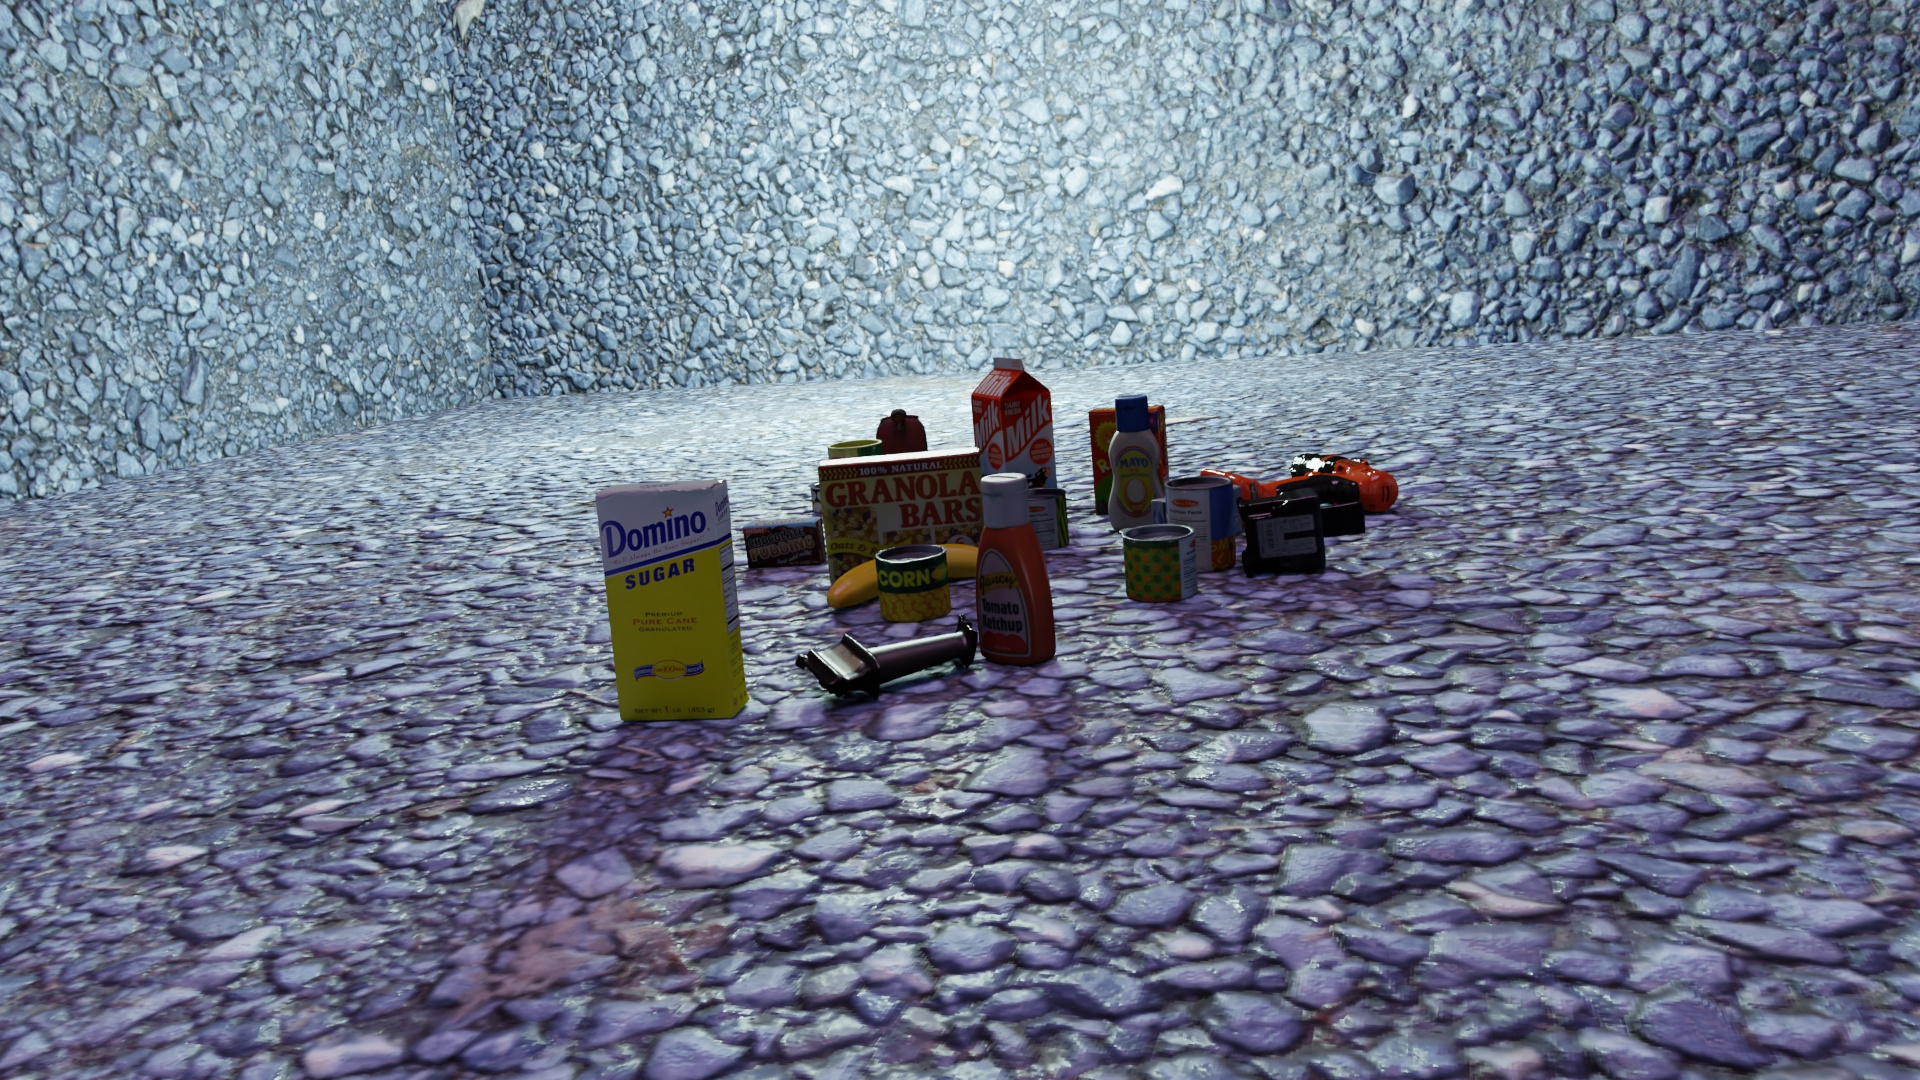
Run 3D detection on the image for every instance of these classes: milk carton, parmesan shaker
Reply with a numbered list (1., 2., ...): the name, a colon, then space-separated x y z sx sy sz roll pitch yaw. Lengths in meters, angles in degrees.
1. milk carton: 0.063 -0.123 1.654 0.074 0.190 0.072 -11 13 -27
2. parmesan shaker: -0.125 -0.067 1.679 0.071 0.102 0.071 -5 12 1

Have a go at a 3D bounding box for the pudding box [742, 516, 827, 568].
1. pudding box: -0.192 0.002 1.519 0.084 0.049 0.030 -3 12 9

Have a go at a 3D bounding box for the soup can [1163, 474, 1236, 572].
1. soup can: 0.235 -0.017 1.353 0.071 0.083 0.071 -5 12 1

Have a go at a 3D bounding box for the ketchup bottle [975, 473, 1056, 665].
1. ketchup bottle: 0.040 0.022 1.102 0.064 0.148 0.044 5 15 39

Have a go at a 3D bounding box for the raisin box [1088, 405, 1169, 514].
1. raisin box: 0.198 -0.094 1.626 0.086 0.123 0.040 0 13 22

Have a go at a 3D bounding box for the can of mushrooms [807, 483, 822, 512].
1. can of mushrooms: -0.165 -0.058 1.819 0.071 0.033 0.071 -5 12 1

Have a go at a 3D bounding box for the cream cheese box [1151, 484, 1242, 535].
1. cream cheese box: 0.249 -0.024 1.451 0.104 0.053 0.024 -11 13 -27

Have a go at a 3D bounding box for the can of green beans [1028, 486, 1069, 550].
1. can of green beans: 0.083 -0.023 1.502 0.071 0.057 0.071 -5 12 1

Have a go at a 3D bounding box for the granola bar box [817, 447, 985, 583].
1. granola bar box: -0.057 -0.026 1.416 0.166 0.124 0.039 -5 12 -1

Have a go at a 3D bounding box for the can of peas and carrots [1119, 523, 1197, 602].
1. can of peas and carrots: 0.180 0.020 1.265 0.071 0.058 0.071 -5 12 1

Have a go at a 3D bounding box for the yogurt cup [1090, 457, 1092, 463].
1. yogurt cup: 0.197 -0.079 1.720 0.072 0.053 0.072 -5 12 1

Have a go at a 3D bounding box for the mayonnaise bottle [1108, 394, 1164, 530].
1. mayonnaise bottle: 0.192 -0.086 1.534 0.065 0.147 0.041 -3 12 11

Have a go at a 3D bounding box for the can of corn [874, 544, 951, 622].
1. can of corn: -0.044 0.039 1.269 0.071 0.058 0.071 -5 12 1
